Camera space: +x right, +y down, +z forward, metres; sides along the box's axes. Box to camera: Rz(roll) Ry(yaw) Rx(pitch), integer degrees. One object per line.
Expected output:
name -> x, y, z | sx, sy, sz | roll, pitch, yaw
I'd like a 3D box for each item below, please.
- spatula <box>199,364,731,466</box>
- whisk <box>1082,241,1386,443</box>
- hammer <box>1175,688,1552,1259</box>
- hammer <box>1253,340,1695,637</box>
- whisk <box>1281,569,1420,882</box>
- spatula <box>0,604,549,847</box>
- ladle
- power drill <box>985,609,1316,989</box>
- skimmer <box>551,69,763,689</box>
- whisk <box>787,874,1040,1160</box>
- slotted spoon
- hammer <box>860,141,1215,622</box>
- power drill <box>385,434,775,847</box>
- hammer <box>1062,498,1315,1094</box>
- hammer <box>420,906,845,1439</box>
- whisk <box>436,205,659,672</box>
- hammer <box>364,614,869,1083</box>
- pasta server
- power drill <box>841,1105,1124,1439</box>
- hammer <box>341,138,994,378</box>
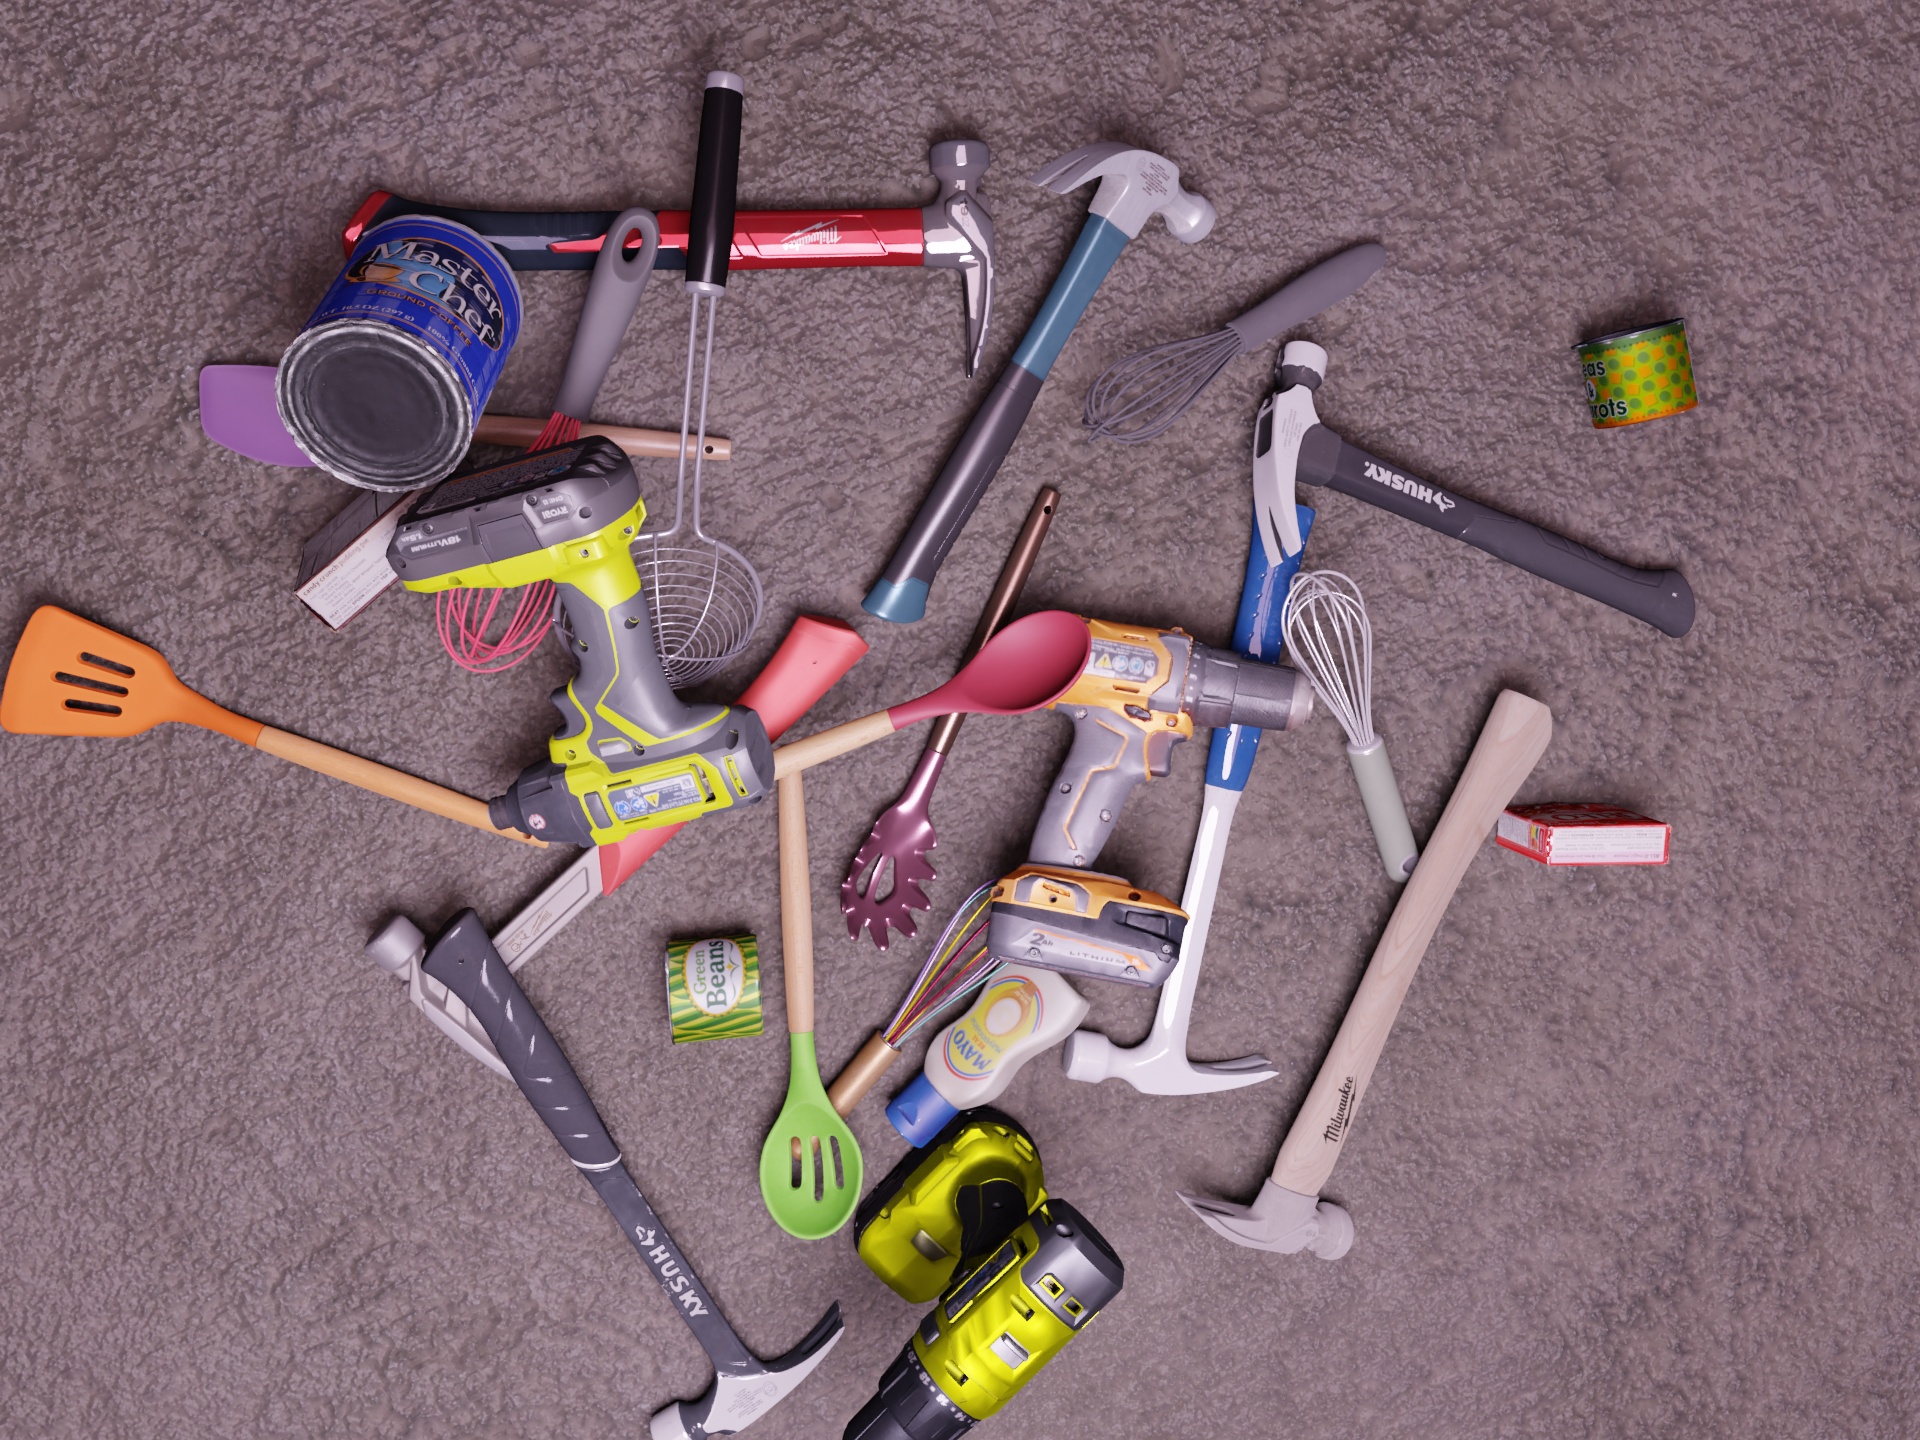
spatula -> -0.300, -0.177, 0.976 | 0.316, 0.018, 0.059 | 3, 110, -8
whisk -> 0.176, -0.243, 1.015 | 0.239, 0.055, 0.055 | -32, 101, -11
hammer -> 0.283, 0.168, 1.066 | 0.146, 0.038, 0.410 | 22, 95, -32
hammer -> 0.342, -0.123, 1.047 | 0.334, 0.035, 0.146 | 20, 70, -14
whisk -> 0.262, 0.008, 1.044 | 0.058, 0.059, 0.246 | -30, 116, -12
spatula -> -0.408, 0.021, 0.976 | 0.322, 0.041, 0.081 | 21, 97, -11
ladle -> -0.067, 0.009, 0.971 | 0.315, 0.069, 0.031 | -21, 141, 1
power drill -> 0.116, 0.050, 0.995 | 0.185, 0.084, 0.226 | 9, 78, 7
skimmer -> -0.168, -0.195, 0.956 | 0.127, 0.090, 0.363 | 4, 96, -25
whisk -> -0.030, 0.197, 1.054 | 0.051, 0.047, 0.245 | 40, 95, 1
slotted spoon -> -0.102, 0.175, 1.031 | 0.070, 0.031, 0.314 | -3, 90, 12
hammer -> 0.036, -0.205, 0.992 | 0.128, 0.033, 0.331 | 22, 102, -46
power drill -> -0.221, -0.033, 0.899 | 0.171, 0.080, 0.223 | -14, 117, 10
hammer -> 0.179, 0.056, 1.064 | 0.144, 0.035, 0.405 | 11, 96, -9
hammer -> -0.218, 0.293, 1.017 | 0.149, 0.036, 0.408 | -29, 108, -5
whisk -> -0.241, -0.164, 0.948 | 0.073, 0.073, 0.296 | 22, 99, -10
hammer -> -0.192, 0.072, 1.005 | 0.359, 0.037, 0.149 | -43, 109, 0
pasta server -> -0.002, -0.003, 1.031 | 0.060, 0.040, 0.316 | 23, 93, -22
power drill -> -0.004, 0.347, 0.979 | 0.190, 0.228, 0.080 | -44, 101, 0
hammer -> -0.172, -0.277, 0.970 | 0.386, 0.038, 0.143 | -3, 100, -7
